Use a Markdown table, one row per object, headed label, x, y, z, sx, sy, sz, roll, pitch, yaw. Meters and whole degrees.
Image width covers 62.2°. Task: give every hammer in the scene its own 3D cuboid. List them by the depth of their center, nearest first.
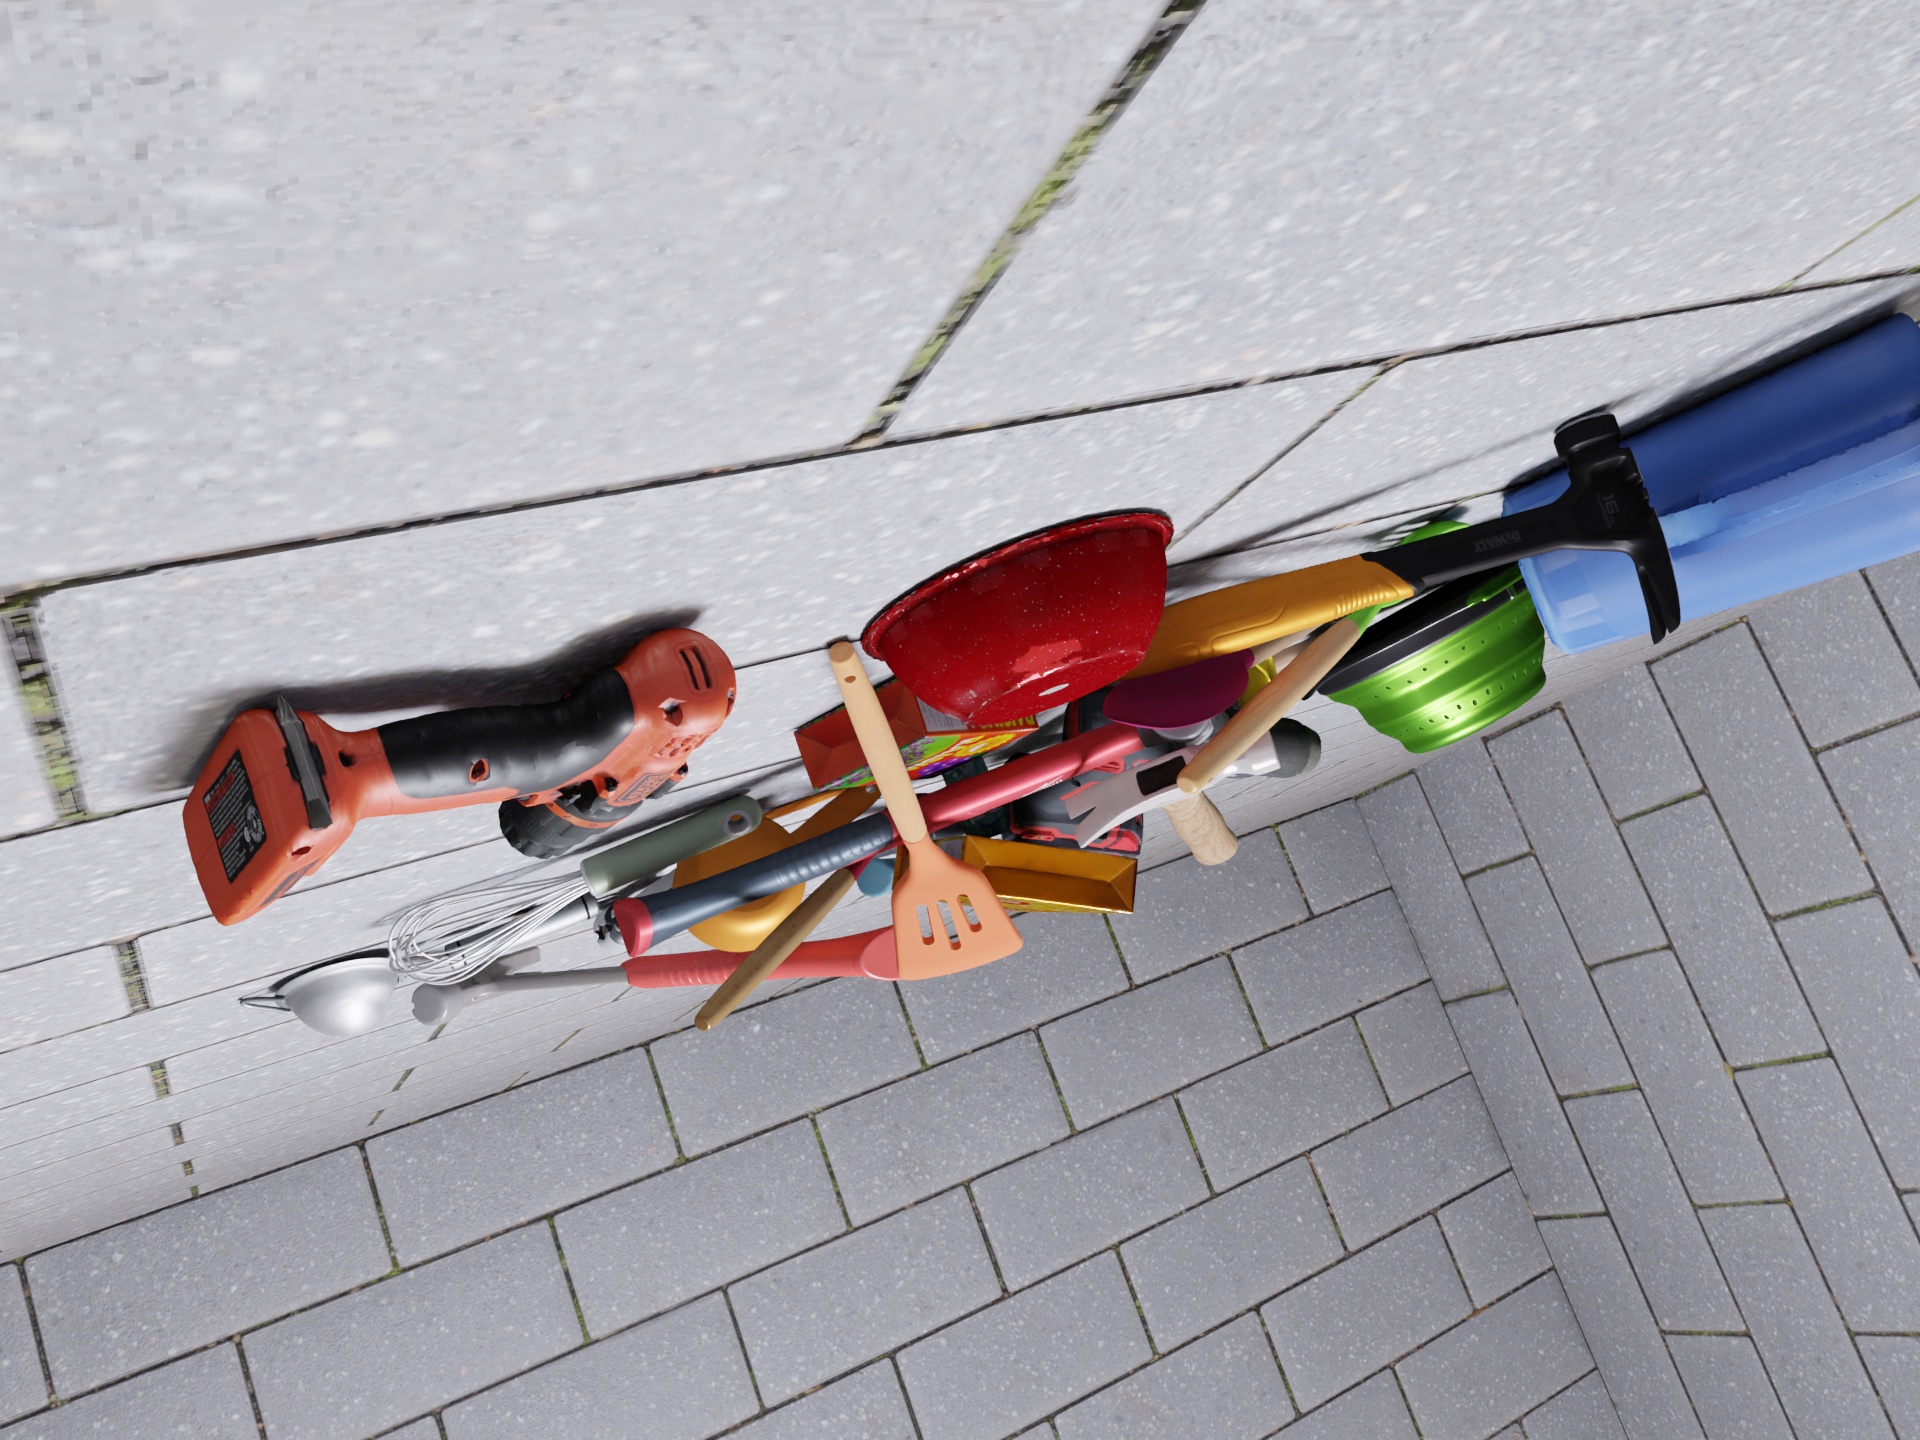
| label | x | y | z | sx | sy | sz | roll | pitch | yaw |
| --- | --- | --- | --- | --- | --- | --- | --- | --- | --- |
| hammer | 0.209 | -0.064 | 0.853 | 0.337 | 0.127 | 0.034 | -15 | 167 | -1 |
| hammer | -0.030 | 0.063 | 0.989 | 0.386 | 0.038 | 0.143 | -21 | 172 | 5 |
| hammer | 0.153 | 0.064 | 1.059 | 0.130 | 0.031 | 0.331 | -19 | 164 | 9 |
| hammer | -0.201 | 0.177 | 1.135 | 0.359 | 0.037 | 0.149 | -8 | 180 | 20 |
| hammer | -0.093 | 0.107 | 1.314 | 0.409 | 0.036 | 0.149 | -13 | 166 | -40 |
| hammer | 0.013 | 0.118 | 1.362 | 0.128 | 0.033 | 0.331 | -14 | 174 | 30 |

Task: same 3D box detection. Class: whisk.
| label | x | y | z | sx | sy | sz | roll | pitch | yaw |
| --- | --- | --- | --- | --- | --- | --- | --- | --- | --- |
| whisk | -0.240 | 0.102 | 0.994 | 0.246 | 0.057 | 0.059 | -23 | -156 | -7 |

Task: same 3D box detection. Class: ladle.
| label | x | y | z | sx | sy | sz | roll | pitch | yaw |
| --- | --- | --- | --- | --- | --- | --- | --- | --- | --- |
| ladle | -0.086 | 0.115 | 1.028 | 0.069 | 0.031 | 0.315 | -41 | -179 | 31 |

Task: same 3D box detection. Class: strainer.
| label | x | y | z | sx | sy | sz | roll | pitch | yaw |
| --- | --- | --- | --- | --- | --- | --- | --- | --- | --- |
| strainer | -0.357 | 0.167 | 1.099 | 0.258 | 0.050 | 0.086 | -20 | 158 | -24 |

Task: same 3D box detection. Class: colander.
| label | x | y | z | sx | sy | sz | roll | pitch | yaw |
| --- | --- | --- | --- | --- | --- | --- | --- | --- | --- |
| colander | 0.320 | -0.021 | 1.221 | 0.204 | 0.094 | 0.397 | -30 | 179 | -27 |

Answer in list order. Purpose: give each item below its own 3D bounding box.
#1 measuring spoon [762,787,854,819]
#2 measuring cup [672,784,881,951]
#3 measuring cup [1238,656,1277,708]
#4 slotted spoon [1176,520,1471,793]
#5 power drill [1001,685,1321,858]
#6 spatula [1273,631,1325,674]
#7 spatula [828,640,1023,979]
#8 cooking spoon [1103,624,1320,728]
| label | x | y | z | sx | sy | sz | roll | pitch | yaw |
| --- | --- | --- | --- | --- | --- | --- | --- | --- | --- |
| measuring spoon | -0.094 | 0.057 | 1.117 | 0.117 | 0.011 | 0.021 | -18 | 169 | -15 |
| measuring cup | -0.114 | 0.081 | 1.065 | 0.173 | 0.095 | 0.052 | -37 | 170 | -21 |
| measuring cup | 0.196 | -0.041 | 1.111 | 0.029 | 0.062 | 0.156 | -12 | 162 | 19 |
| slotted spoon | 0.212 | -0.042 | 0.913 | 0.314 | 0.031 | 0.070 | -38 | 162 | -39 |
| power drill | 0.139 | 0.039 | 1.181 | 0.187 | 0.080 | 0.226 | 6 | 159 | -18 |
| spatula | 0.165 | -0.004 | 1.291 | 0.316 | 0.018 | 0.059 | -27 | 167 | 34 |
| spatula | -0.028 | 0.057 | 0.871 | 0.081 | 0.041 | 0.322 | -15 | 148 | 2 |
| cooking spoon | 0.178 | -0.044 | 0.941 | 0.069 | 0.017 | 0.319 | 11 | -157 | 33 |
